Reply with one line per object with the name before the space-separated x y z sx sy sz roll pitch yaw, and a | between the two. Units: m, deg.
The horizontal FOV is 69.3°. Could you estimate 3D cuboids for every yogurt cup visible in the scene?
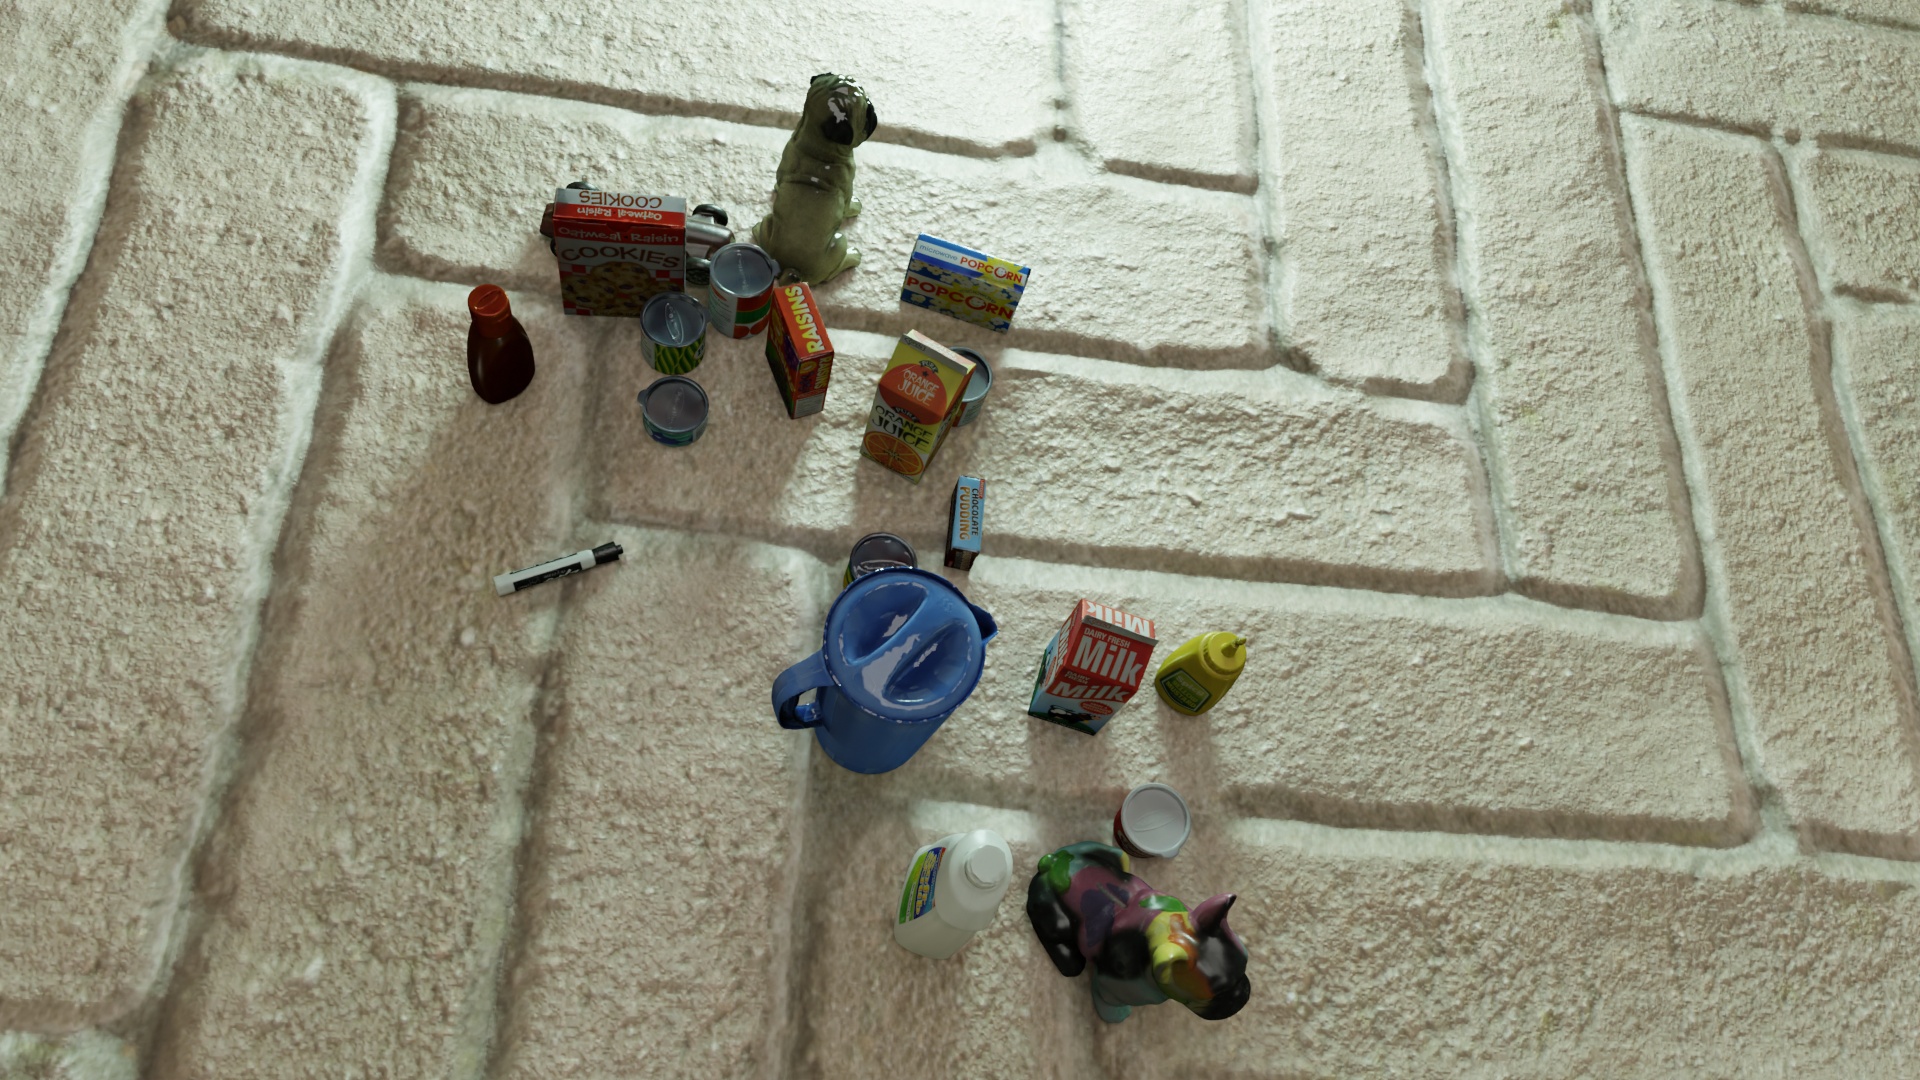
yogurt cup | 0.177 0.268 1.310 0.072 0.053 0.072 5 66 -10

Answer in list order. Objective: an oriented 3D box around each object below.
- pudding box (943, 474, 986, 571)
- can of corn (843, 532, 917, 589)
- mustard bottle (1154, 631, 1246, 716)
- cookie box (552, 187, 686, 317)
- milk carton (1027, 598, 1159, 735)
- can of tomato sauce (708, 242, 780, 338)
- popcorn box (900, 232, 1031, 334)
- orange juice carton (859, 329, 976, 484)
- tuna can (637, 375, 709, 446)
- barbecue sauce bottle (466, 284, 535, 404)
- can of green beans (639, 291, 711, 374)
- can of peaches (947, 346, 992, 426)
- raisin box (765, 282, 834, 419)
pudding box | 0.005 -0.018 1.403 0.030 0.049 0.084 10 65 -8
can of corn | -0.079 0.036 1.357 0.071 0.058 0.071 5 66 -10
mustard bottle | 0.236 0.121 1.330 0.065 0.159 0.049 40 65 7
cookie box | -0.336 -0.281 1.383 0.123 0.166 0.040 1 67 -12
milk carton | 0.124 0.114 1.292 0.072 0.189 0.074 19 64 -3
can of tomato sauce | -0.226 -0.259 1.443 0.071 0.082 0.071 5 66 -10
popcorn box | 0.004 -0.277 1.500 0.127 0.085 0.038 17 64 -4
orange juice carton | -0.041 -0.138 1.368 0.072 0.191 0.073 29 64 2
tuna can | -0.290 -0.130 1.400 0.071 0.032 0.071 5 66 -10
barbecue sauce bottle | -0.443 -0.189 1.329 0.044 0.148 0.065 41 65 7
can of green beans | -0.294 -0.211 1.421 0.071 0.057 0.071 5 66 -10
can of peaches | -0.006 -0.162 1.461 0.071 0.057 0.071 5 66 -10
raisin box | -0.164 -0.191 1.404 0.040 0.123 0.086 -16 71 -18
